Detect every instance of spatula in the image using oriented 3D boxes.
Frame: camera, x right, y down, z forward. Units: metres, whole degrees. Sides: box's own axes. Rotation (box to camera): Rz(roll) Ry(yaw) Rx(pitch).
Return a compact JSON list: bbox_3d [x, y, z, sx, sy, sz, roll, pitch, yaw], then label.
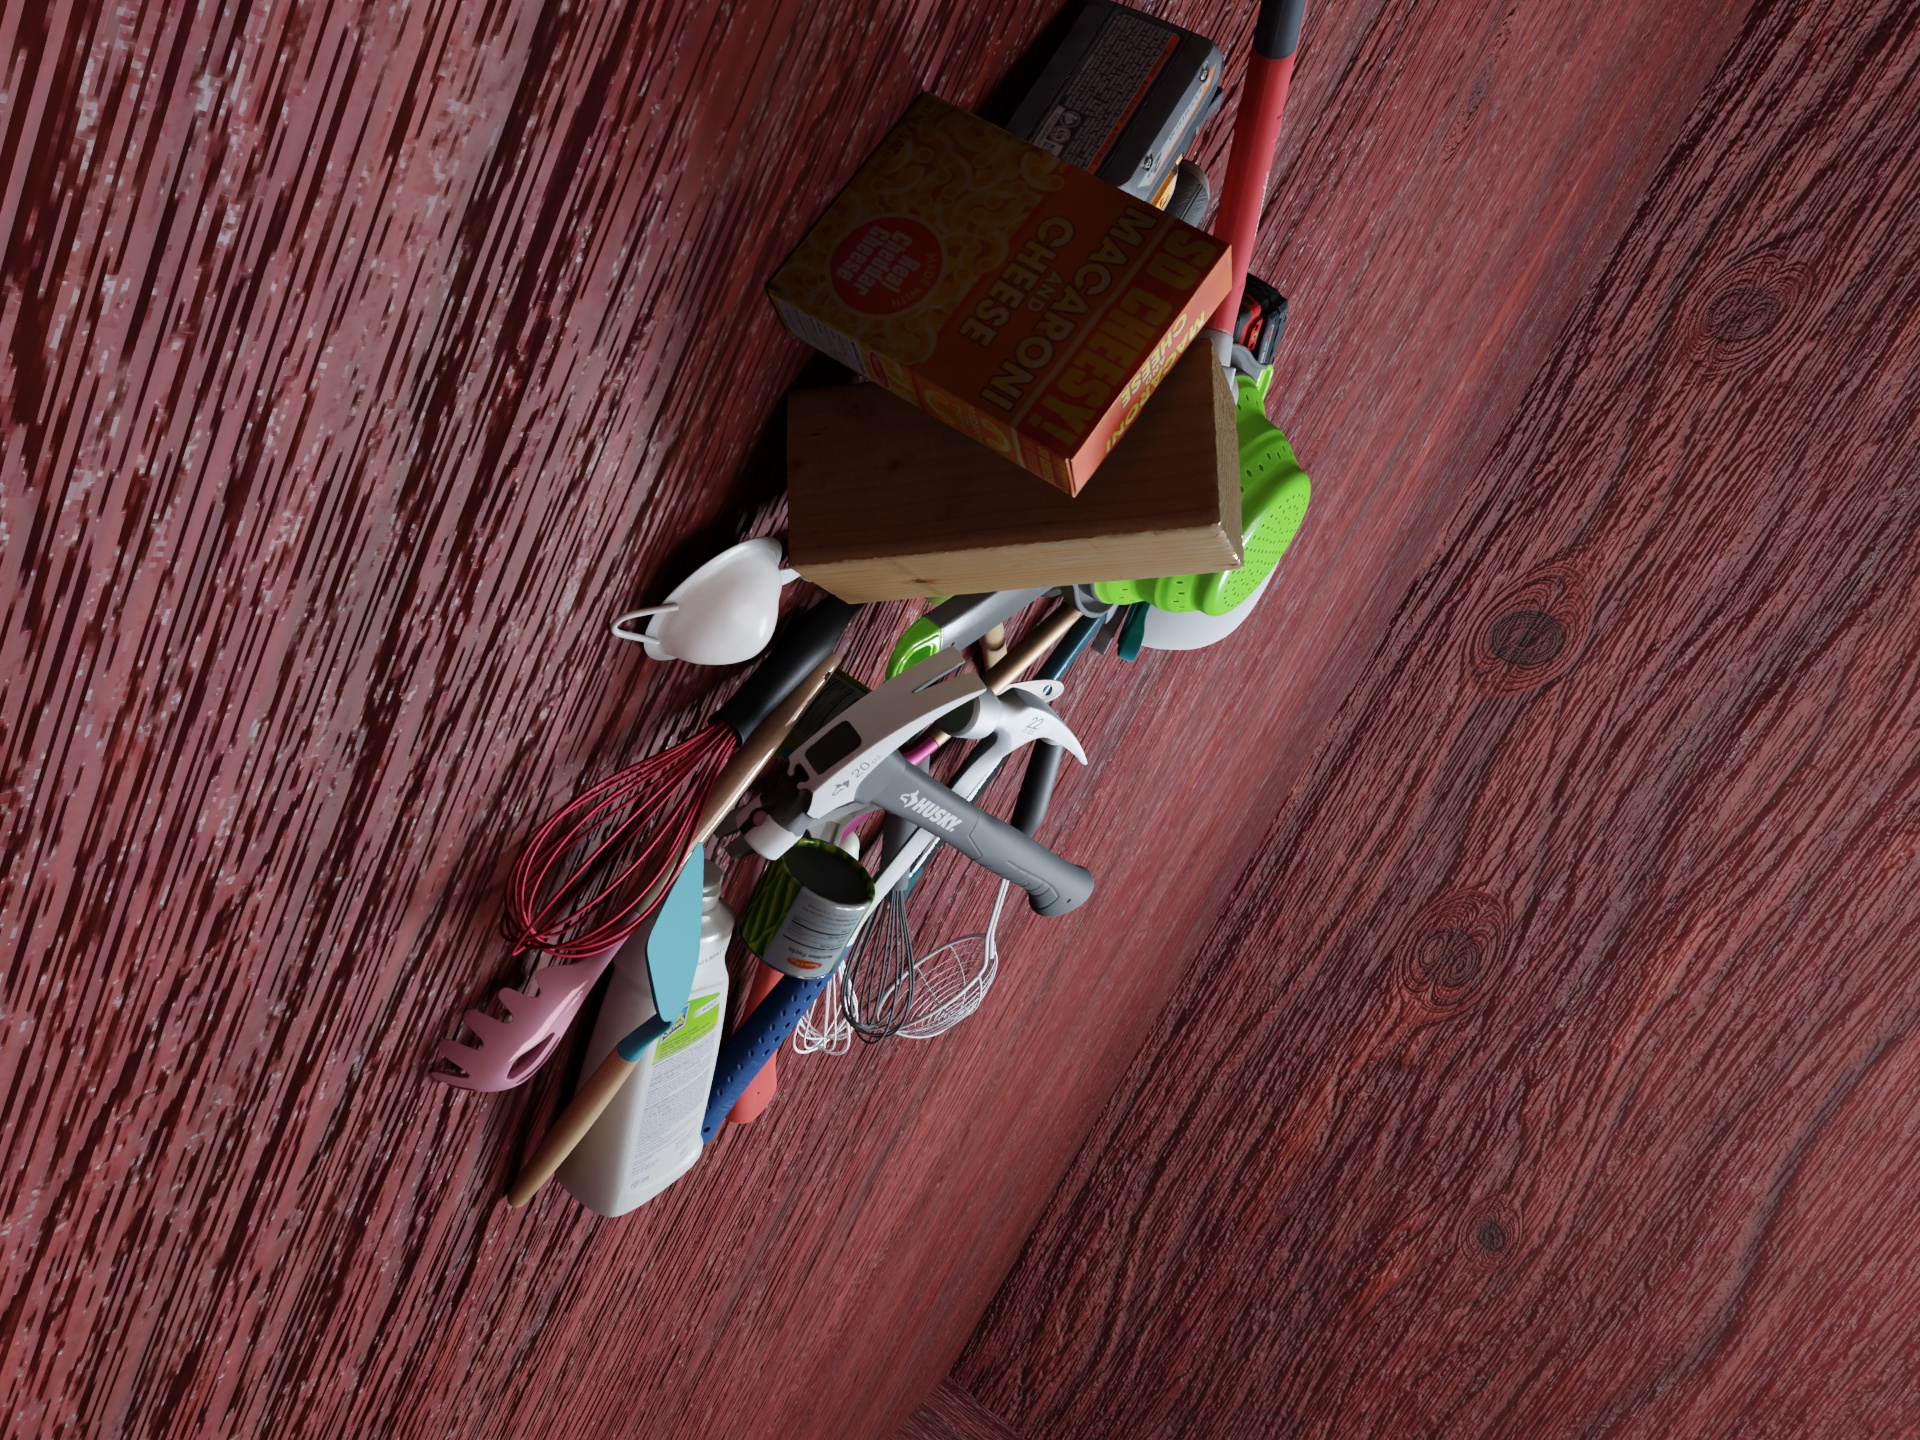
[{"bbox_3d":[-0.208,0.196,0.911,0.317,0.044,0.082,-52,-169,35],"label":"spatula"}]

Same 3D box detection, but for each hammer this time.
[{"bbox_3d":[0.009,0.062,0.960,0.146,0.035,0.334,-42,149,8],"label":"hammer"},{"bbox_3d":[-0.131,0.172,1.099,0.149,0.037,0.358,-17,144,-36],"label":"hammer"},{"bbox_3d":[-0.069,0.136,1.046,0.144,0.035,0.405,9,125,-53],"label":"hammer"},{"bbox_3d":[0.162,-0.350,0.817,0.143,0.038,0.386,-26,127,-80],"label":"hammer"},{"bbox_3d":[0.040,0.003,1.234,0.331,0.033,0.128,-53,169,-12],"label":"hammer"}]

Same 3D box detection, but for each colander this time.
[{"bbox_3d":[0.112,-0.098,0.997,0.397,0.094,0.204,-36,155,-38],"label":"colander"}]

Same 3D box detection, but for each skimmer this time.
[{"bbox_3d":[0.007,0.133,1.334,0.127,0.090,0.363,-51,162,-51],"label":"skimmer"}]

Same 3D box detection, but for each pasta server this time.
[{"bbox_3d":[-0.171,0.079,0.884,0.316,0.040,0.060,-53,161,-16],"label":"pasta server"}]

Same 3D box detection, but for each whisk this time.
[{"bbox_3d":[-0.049,0.119,1.149,0.055,0.055,0.239,-9,109,-65],"label":"whisk"},{"bbox_3d":[-0.098,0.171,1.197,0.059,0.058,0.246,-27,142,-34],"label":"whisk"},{"bbox_3d":[-0.136,0.018,0.843,0.296,0.073,0.073,-51,161,-35],"label":"whisk"}]

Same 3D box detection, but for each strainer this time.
[{"bbox_3d":[0.196,-0.111,1.257,0.340,0.095,0.211,-59,172,-59],"label":"strainer"},{"bbox_3d":[-0.082,-0.081,0.843,0.258,0.050,0.086,-39,170,-50],"label":"strainer"}]

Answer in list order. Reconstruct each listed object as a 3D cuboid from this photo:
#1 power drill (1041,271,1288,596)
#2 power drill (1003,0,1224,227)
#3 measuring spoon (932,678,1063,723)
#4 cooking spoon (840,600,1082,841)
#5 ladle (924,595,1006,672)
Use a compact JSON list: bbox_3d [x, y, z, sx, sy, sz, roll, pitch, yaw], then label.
[{"bbox_3d":[0.120,-0.200,1.097,0.227,0.080,0.187,-42,156,-31],"label":"power drill"},{"bbox_3d":[0.091,-0.287,0.879,0.185,0.084,0.226,-59,167,-15],"label":"power drill"},{"bbox_3d":[0.023,-0.019,1.166,0.124,0.018,0.034,-8,116,-34],"label":"measuring spoon"},{"bbox_3d":[-0.002,-0.004,1.106,0.319,0.017,0.068,-43,167,-13],"label":"cooking spoon"},{"bbox_3d":[0.012,-0.071,1.103,0.078,0.062,0.320,-52,167,-10],"label":"ladle"}]
